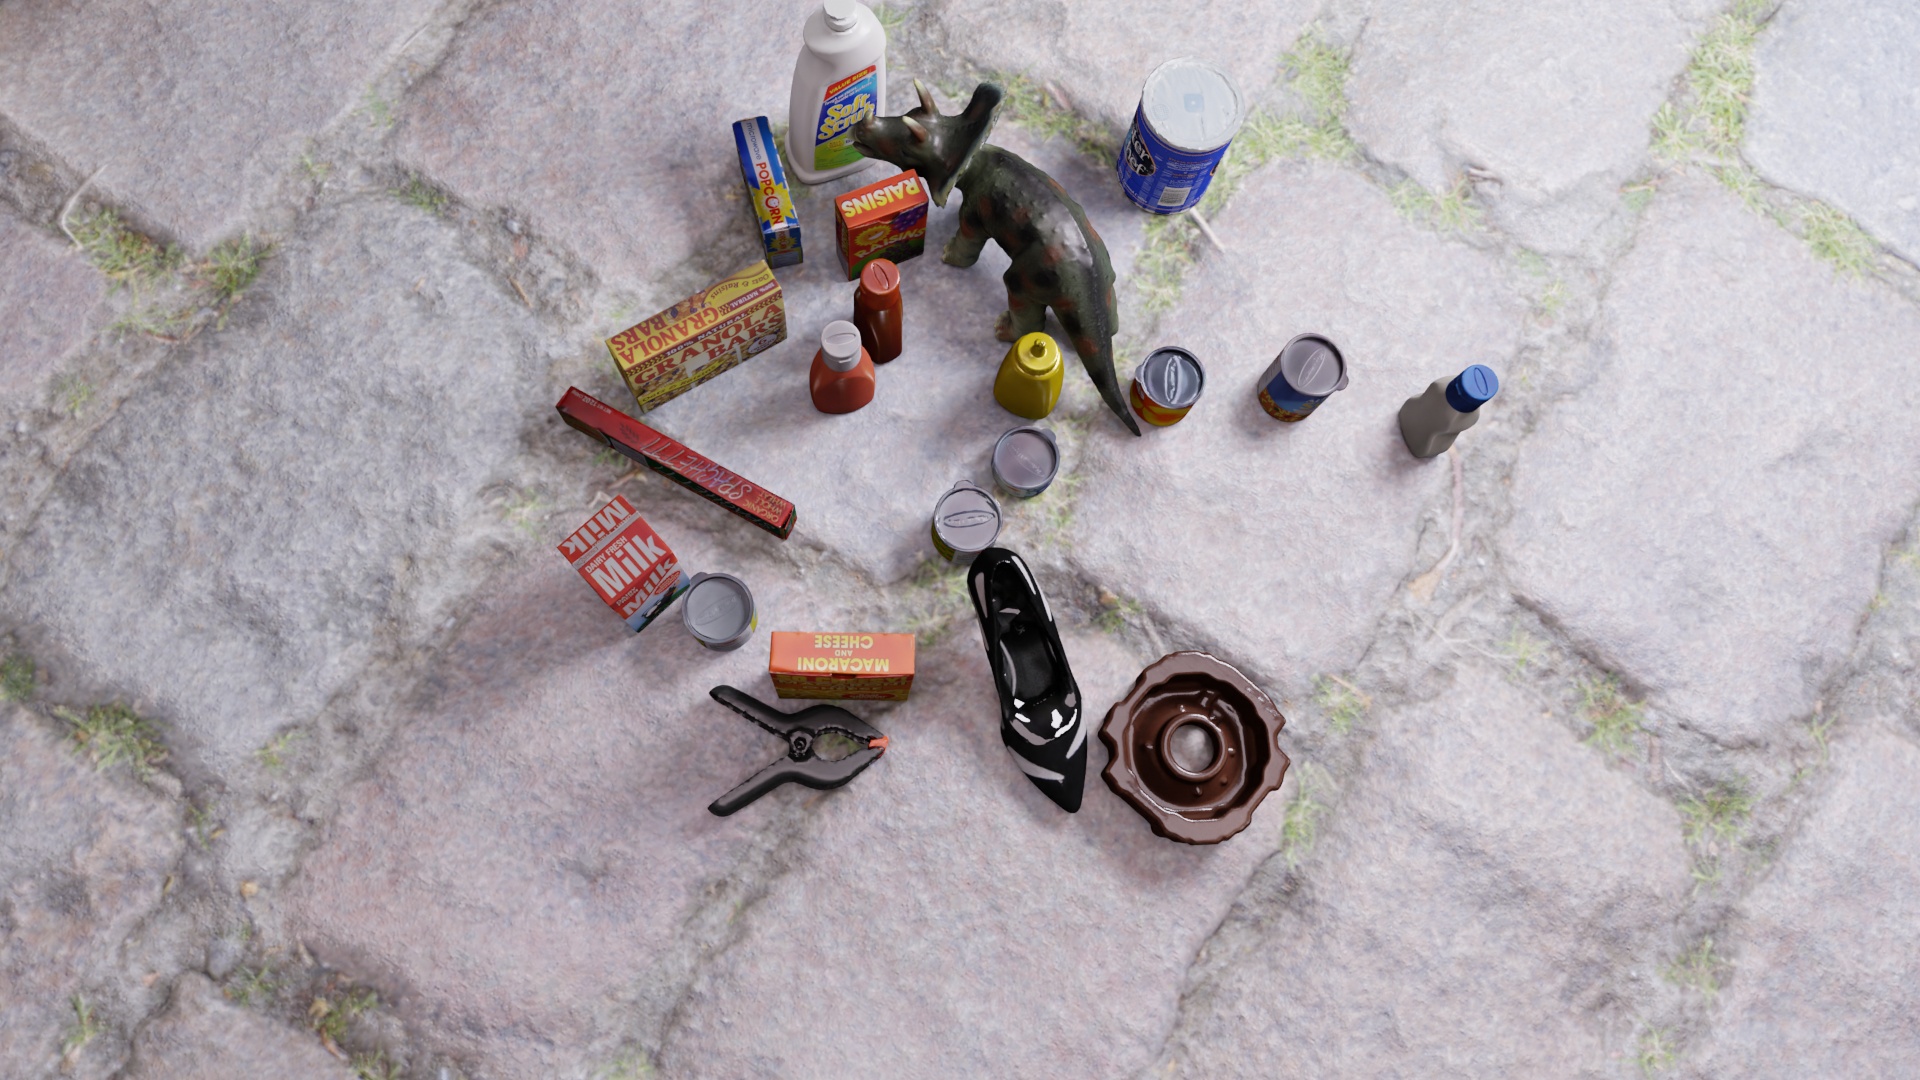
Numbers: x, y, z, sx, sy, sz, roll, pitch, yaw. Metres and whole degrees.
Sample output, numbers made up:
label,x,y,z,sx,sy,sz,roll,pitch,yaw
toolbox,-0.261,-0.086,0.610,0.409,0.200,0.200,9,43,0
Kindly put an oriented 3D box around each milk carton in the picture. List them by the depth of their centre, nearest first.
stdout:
label,x,y,z,sx,sy,sz,roll,pitch,yaw
milk carton,-0.299,0.019,1.239,0.072,0.190,0.073,-42,83,-12

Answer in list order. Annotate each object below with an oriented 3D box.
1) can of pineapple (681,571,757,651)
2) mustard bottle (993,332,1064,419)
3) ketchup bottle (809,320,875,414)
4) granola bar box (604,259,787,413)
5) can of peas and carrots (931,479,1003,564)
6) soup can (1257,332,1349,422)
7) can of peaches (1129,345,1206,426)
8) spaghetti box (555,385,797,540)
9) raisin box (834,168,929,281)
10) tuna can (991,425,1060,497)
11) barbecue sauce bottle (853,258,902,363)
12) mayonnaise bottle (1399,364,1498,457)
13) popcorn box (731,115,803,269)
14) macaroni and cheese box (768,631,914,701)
label,x,y,z,sx,sy,sz,roll,pitch,yaw
can of pineapple,-0.225,0.066,1.301,0.071,0.057,0.071,1,76,-4
mustard bottle,0.070,-0.163,1.329,0.065,0.160,0.049,24,76,2
ketchup bottle,-0.113,-0.164,1.321,0.065,0.148,0.043,-12,78,-7
granola bar box,-0.248,-0.192,1.330,0.166,0.124,0.039,-30,81,-11
can of peas and carrots,0.005,-0.017,1.339,0.071,0.058,0.071,1,76,-4
soup can,0.342,-0.160,1.389,0.071,0.083,0.071,1,76,-4
can of peaches,0.204,-0.154,1.390,0.071,0.058,0.071,1,76,-4
spaghetti box,-0.271,-0.073,1.336,0.250,0.050,0.029,28,76,3
raisin box,-0.079,-0.310,1.373,0.086,0.123,0.040,-22,79,-9
tuna can,0.065,-0.079,1.373,0.071,0.032,0.071,1,76,-4
barbecue sauce bottle,-0.079,-0.224,1.338,0.044,0.148,0.065,-24,80,-10
mayonnaise bottle,0.477,-0.130,1.358,0.041,0.147,0.065,-12,78,-7
popcorn box,-0.193,-0.348,1.393,0.038,0.085,0.127,-15,78,-8
macaroni and cheese box,-0.104,0.115,1.242,0.124,0.166,0.040,1,76,-4
